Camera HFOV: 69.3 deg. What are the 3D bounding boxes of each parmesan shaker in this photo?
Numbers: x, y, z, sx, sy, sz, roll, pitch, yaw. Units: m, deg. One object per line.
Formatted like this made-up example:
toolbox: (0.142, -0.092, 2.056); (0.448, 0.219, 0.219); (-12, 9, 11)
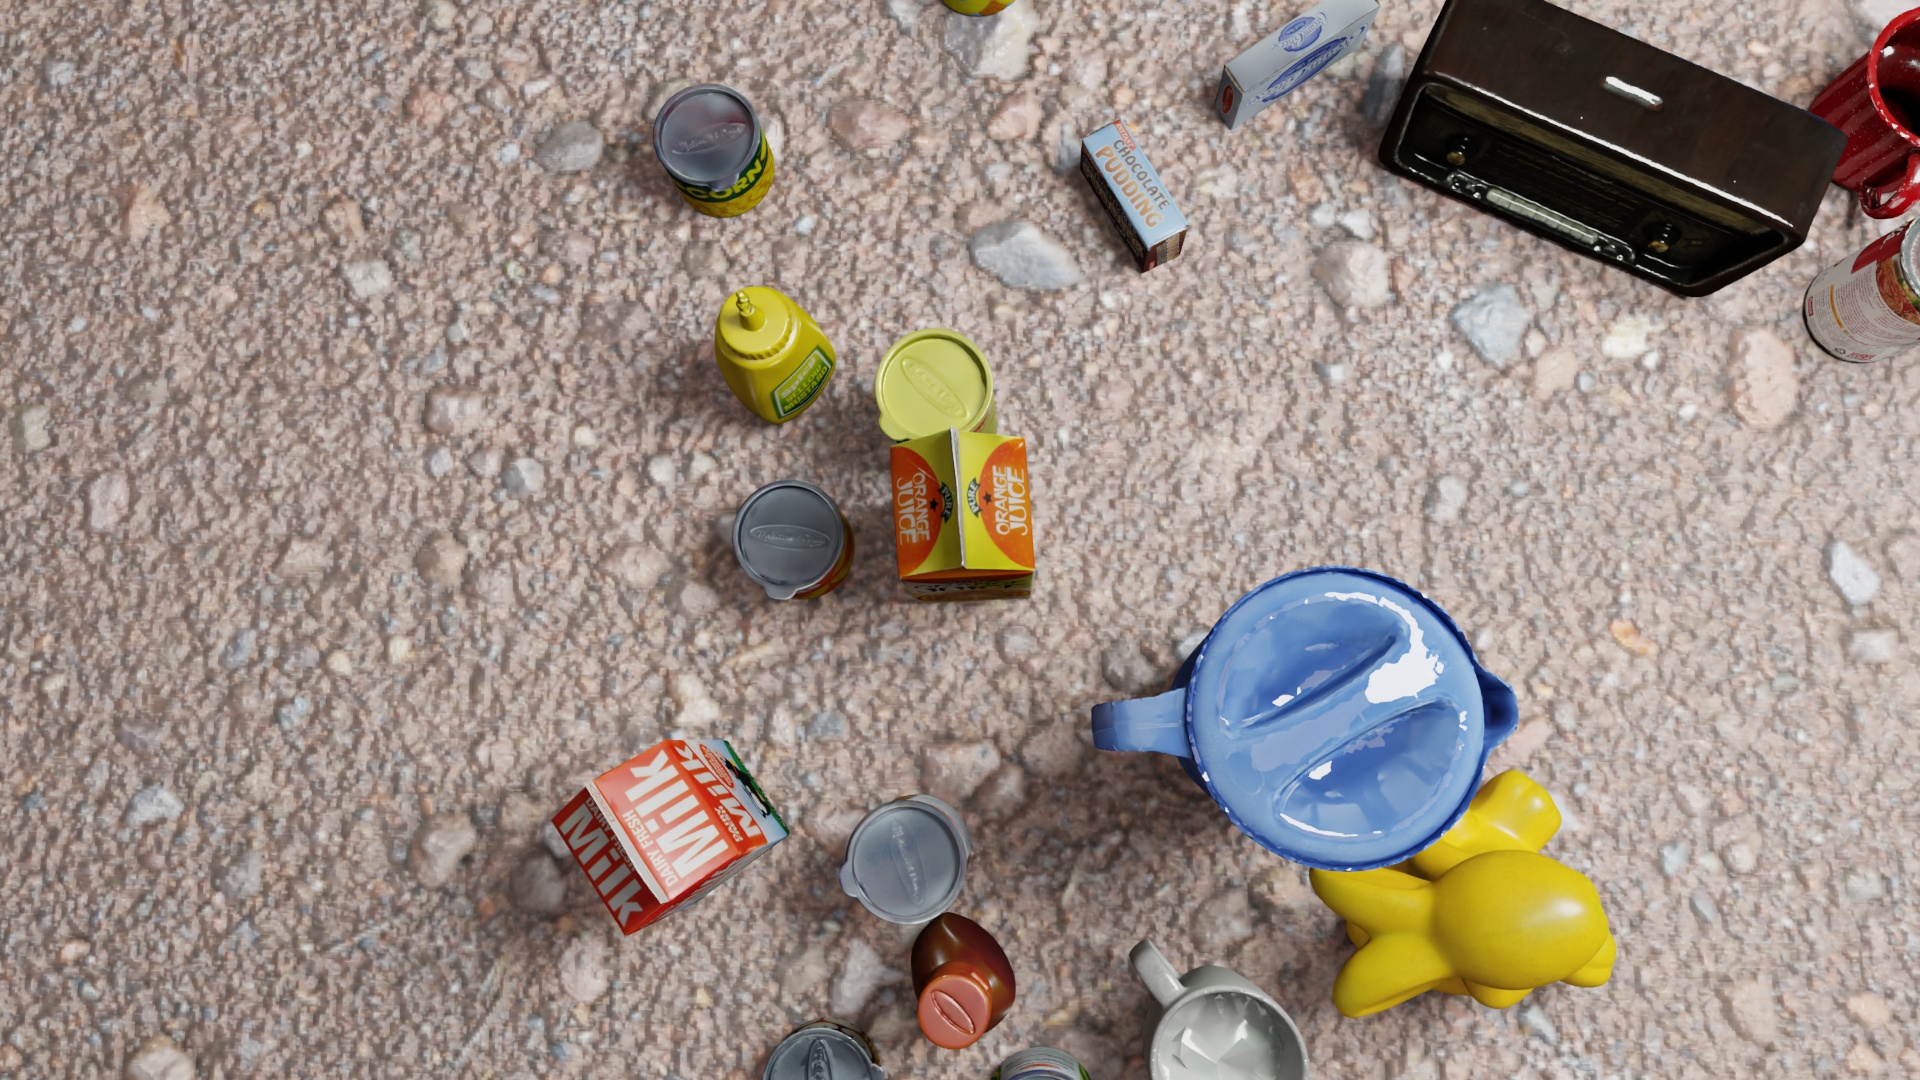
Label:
parmesan shaker: (-0.015, -0.078, 0.822); (0.071, 0.103, 0.071); (0, 82, 2)

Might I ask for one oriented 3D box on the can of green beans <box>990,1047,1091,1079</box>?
can of green beans: (0.046, 0.325, 0.783); (0.071, 0.057, 0.071); (0, 82, 2)

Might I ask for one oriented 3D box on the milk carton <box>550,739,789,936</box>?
milk carton: (-0.156, 0.156, 0.749); (0.073, 0.190, 0.072); (-36, 82, -3)

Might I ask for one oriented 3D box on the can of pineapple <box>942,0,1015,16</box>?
can of pineapple: (0.013, -0.378, 0.888); (0.071, 0.058, 0.071); (0, 82, 2)

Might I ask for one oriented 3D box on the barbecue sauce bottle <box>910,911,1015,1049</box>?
barbecue sauce bottle: (0.000, 0.240, 0.751); (0.065, 0.148, 0.044); (44, 86, 7)

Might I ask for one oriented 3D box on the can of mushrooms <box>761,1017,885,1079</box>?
can of mushrooms: (-0.077, 0.312, 0.802); (0.071, 0.033, 0.071); (0, 82, 2)

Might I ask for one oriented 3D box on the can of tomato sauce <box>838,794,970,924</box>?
can of tomato sauce: (-0.030, 0.181, 0.794); (0.071, 0.083, 0.071); (0, 82, 2)

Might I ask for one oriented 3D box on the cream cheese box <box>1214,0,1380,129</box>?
cream cheese box: (0.209, -0.304, 0.871); (0.104, 0.053, 0.024); (-33, 82, -3)

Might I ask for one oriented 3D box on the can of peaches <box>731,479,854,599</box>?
can of peaches: (-0.100, 0.003, 0.836); (0.071, 0.058, 0.071); (0, 82, 2)

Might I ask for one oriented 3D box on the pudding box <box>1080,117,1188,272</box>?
pudding box: (0.107, -0.214, 0.864); (0.030, 0.049, 0.084); (-29, 82, -2)

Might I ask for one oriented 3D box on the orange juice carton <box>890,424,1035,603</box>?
orange juice carton: (0.003, -0.010, 0.766); (0.073, 0.192, 0.072); (-4, 82, 2)

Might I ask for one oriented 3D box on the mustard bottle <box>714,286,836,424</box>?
mustard bottle: (-0.111, -0.112, 0.802); (0.049, 0.160, 0.065); (42, 86, 7)

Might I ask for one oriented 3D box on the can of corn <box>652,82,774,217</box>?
can of corn: (-0.153, -0.242, 0.874); (0.071, 0.058, 0.071); (0, 82, 2)
